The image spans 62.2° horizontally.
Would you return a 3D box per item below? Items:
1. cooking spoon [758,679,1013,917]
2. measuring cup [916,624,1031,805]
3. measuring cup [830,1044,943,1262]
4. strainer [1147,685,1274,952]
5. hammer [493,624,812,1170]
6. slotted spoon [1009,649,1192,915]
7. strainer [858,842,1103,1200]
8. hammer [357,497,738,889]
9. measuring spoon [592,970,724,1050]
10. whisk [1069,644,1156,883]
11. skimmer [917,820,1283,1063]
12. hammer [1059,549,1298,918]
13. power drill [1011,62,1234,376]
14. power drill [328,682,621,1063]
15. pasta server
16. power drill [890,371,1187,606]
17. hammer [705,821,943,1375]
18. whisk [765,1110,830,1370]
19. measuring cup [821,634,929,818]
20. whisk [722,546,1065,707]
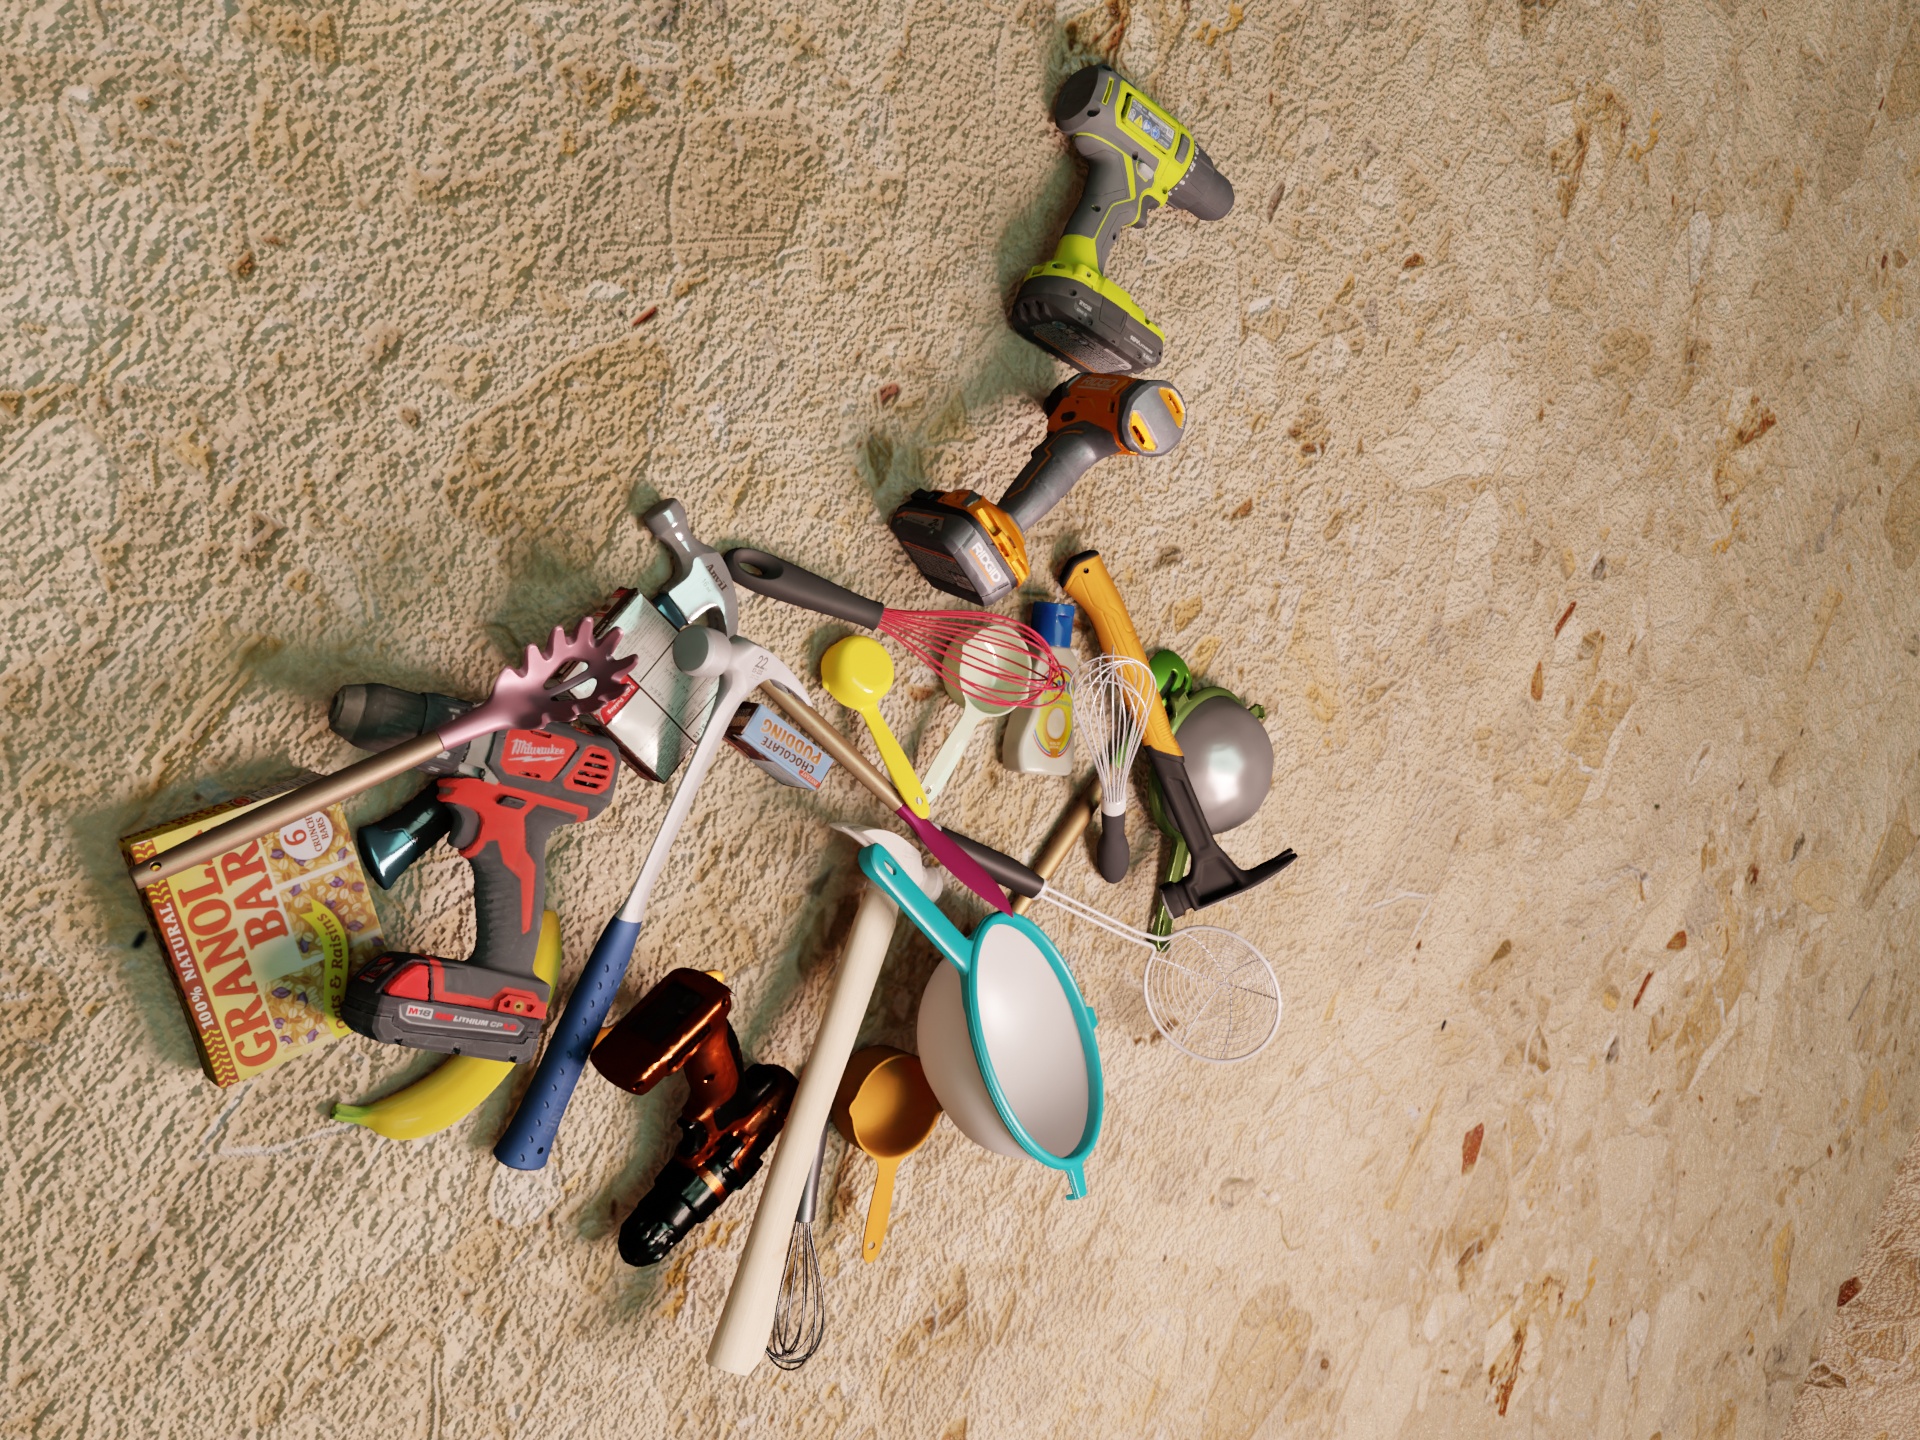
[{"bbox_3d":[-0.066,0.049,1.251,0.017,0.069,0.318,-44,108,6],"label":"cooking spoon"},{"bbox_3d":[-0.002,-0.004,1.325,0.083,0.038,0.167,38,75,-34],"label":"measuring cup"},{"bbox_3d":[-0.072,0.352,1.305,0.095,0.052,0.173,9,92,-37],"label":"measuring cup"},{"bbox_3d":[0.233,0.099,1.480,0.151,0.069,0.256,9,95,-48],"label":"strainer"},{"bbox_3d":[-0.224,0.129,1.117,0.144,0.035,0.405,15,101,-64],"label":"hammer"},{"bbox_3d":[0.125,0.064,1.434,0.314,0.031,0.070,-54,127,-17],"label":"slotted spoon"},{"bbox_3d":[-0.007,0.225,1.267,0.340,0.095,0.211,52,29,-29],"label":"strainer"},{"bbox_3d":[-0.285,-0.009,1.114,0.331,0.033,0.128,-45,118,-24],"label":"hammer"},{"bbox_3d":[-0.226,0.219,1.198,0.117,0.011,0.021,-26,110,-32],"label":"measuring spoon"},{"bbox_3d":[0.132,0.047,1.362,0.070,0.070,0.284,-38,143,-27],"label":"whisk"},{"bbox_3d":[0.119,0.188,1.372,0.363,0.090,0.127,28,118,-24],"label":"skimmer"},{"bbox_3d":[0.179,0.004,1.407,0.127,0.034,0.337,-24,97,5],"label":"hammer"},{"bbox_3d":[0.144,-0.415,1.363,0.190,0.080,0.228,23,79,-36],"label":"power drill"},{"bbox_3d":[-0.330,0.093,1.022,0.187,0.080,0.227,19,78,-34],"label":"power drill"},{"bbox_3d":[-0.341,0.021,0.963,0.316,0.040,0.060,-28,84,-29],"label":"pasta server"},{"bbox_3d":[0.057,-0.199,1.287,0.226,0.164,0.084,-42,119,-12],"label":"power drill"},{"bbox_3d":[-0.114,0.281,1.207,0.146,0.038,0.411,45,59,-56],"label":"hammer"},{"bbox_3d":[-0.126,0.398,1.273,0.055,0.055,0.239,8,87,-37],"label":"whisk"},{"bbox_3d":[-0.056,0.003,1.248,0.062,0.029,0.156,-21,80,-42],"label":"measuring cup"},{"bbox_3d":[-0.047,-0.075,1.241,0.295,0.073,0.073,20,83,-20],"label":"whisk"}]
